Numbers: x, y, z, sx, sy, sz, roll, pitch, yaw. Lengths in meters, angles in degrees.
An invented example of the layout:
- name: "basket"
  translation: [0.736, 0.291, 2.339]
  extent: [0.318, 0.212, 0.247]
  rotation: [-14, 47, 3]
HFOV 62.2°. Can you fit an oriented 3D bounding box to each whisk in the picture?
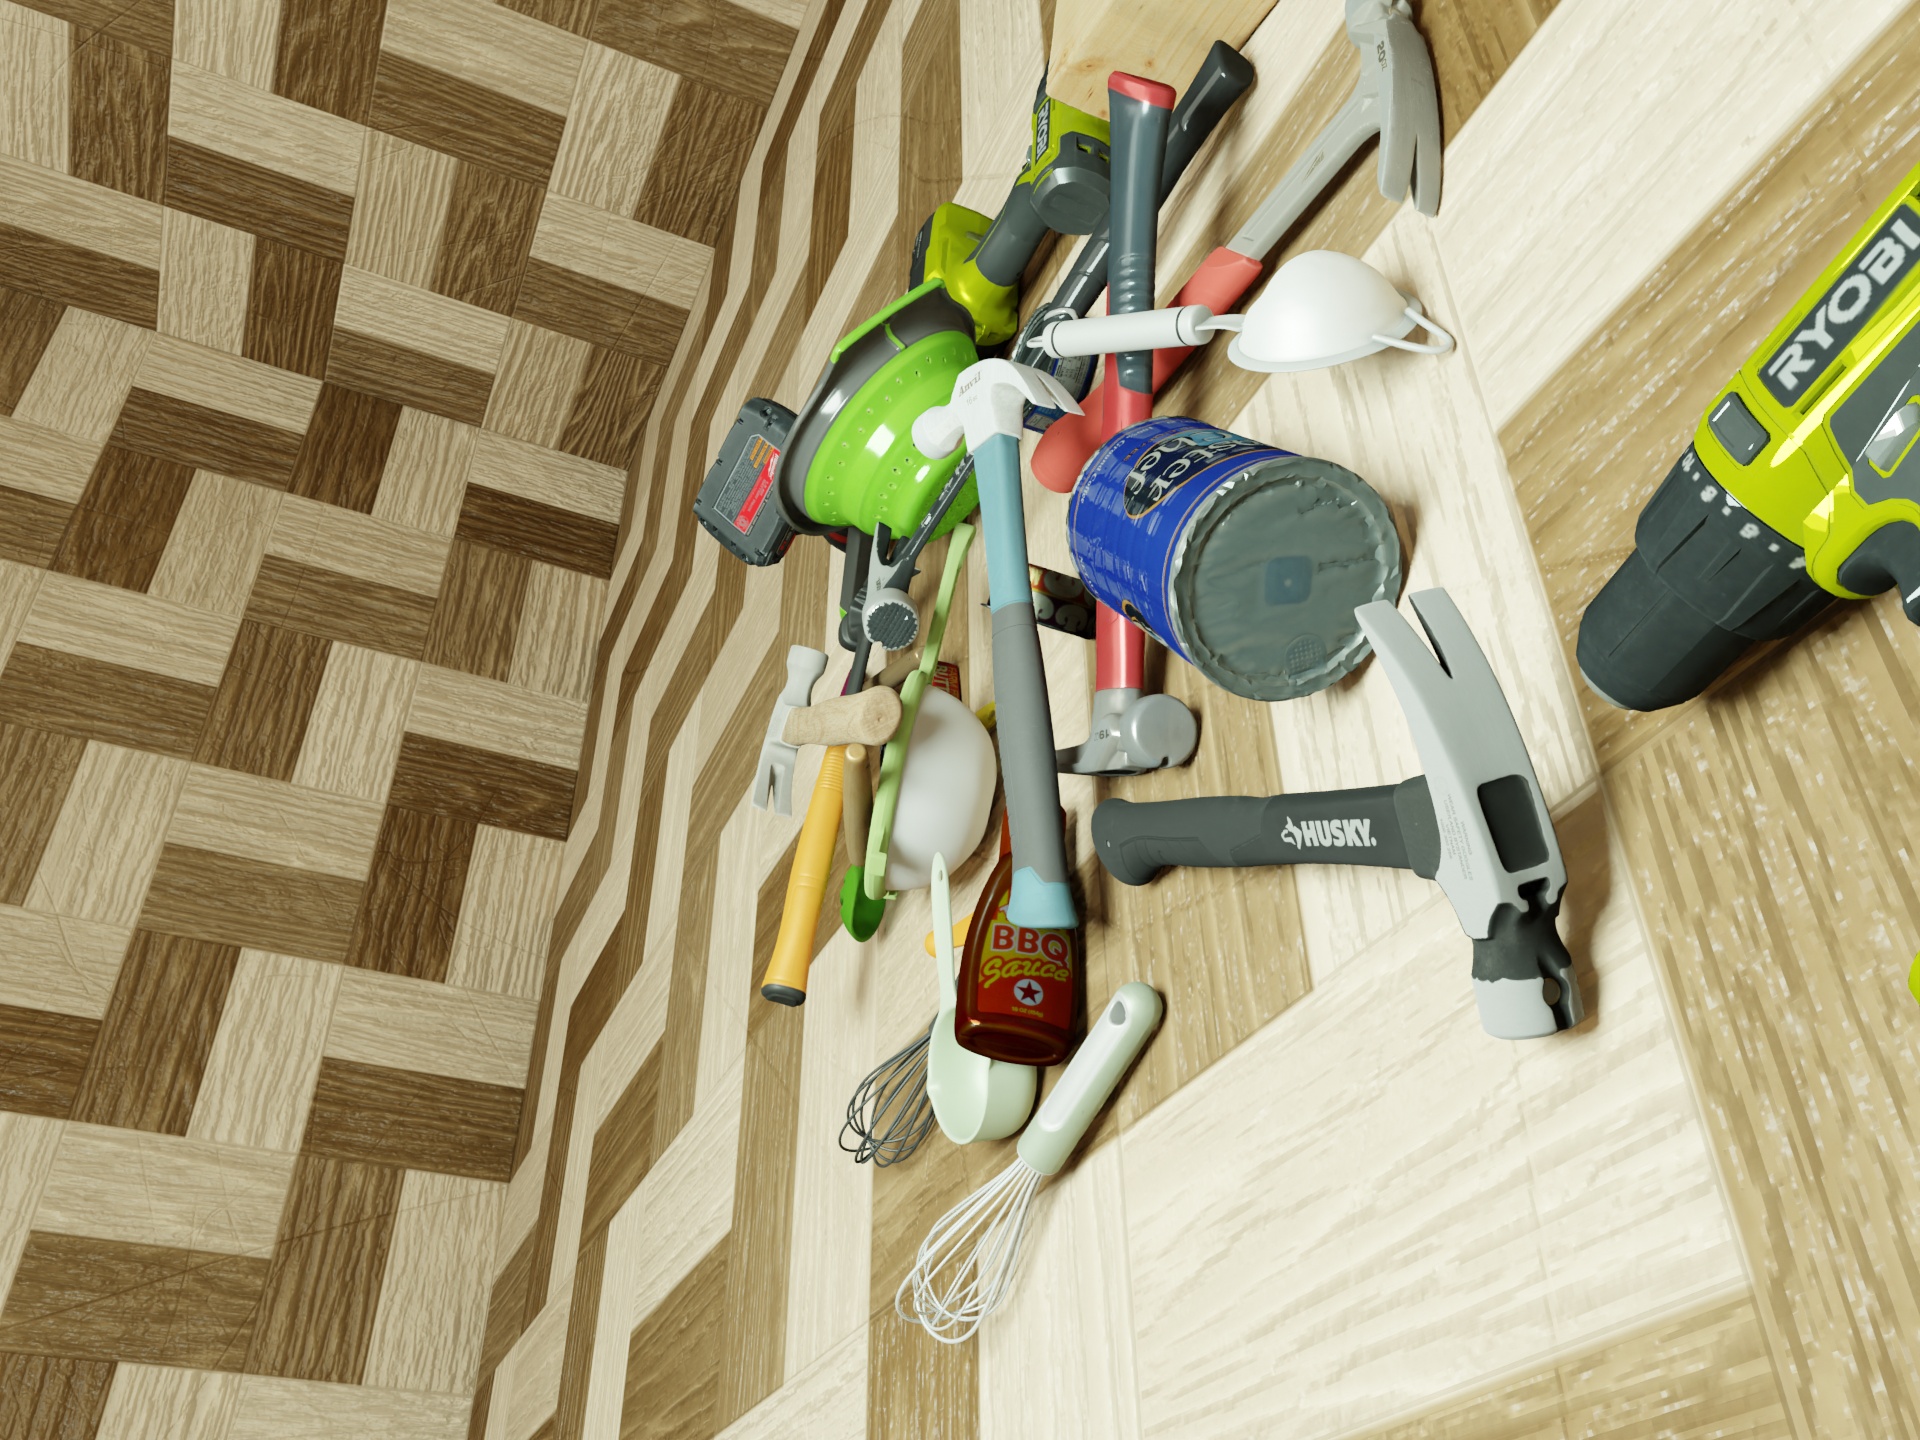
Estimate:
- name: "whisk"
  translation: [0.035, 0.227, 0.808]
  extent: [0.246, 0.059, 0.058]
  rotation: [-61, 35, 23]
- name: "whisk"
  translation: [-0.012, 0.189, 0.965]
  extent: [0.239, 0.055, 0.055]
  rotation: [-60, 24, 28]

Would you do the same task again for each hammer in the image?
- name: "hammer"
  translation: [0.134, -0.224, 0.876]
  extent: [0.359, 0.036, 0.149]
  rotation: [135, 145, -54]
- name: "hammer"
  translation: [0.084, -0.162, 0.874]
  extent: [0.143, 0.038, 0.386]
  rotation: [166, 107, -68]
- name: "hammer"
  translation: [0.126, 0.040, 0.657]
  extent: [0.335, 0.035, 0.146]
  rotation: [164, 92, -73]
- name: "hammer"
  translation: [0.053, -0.234, 0.997]
  extent: [0.409, 0.036, 0.149]
  rotation: [-55, 17, 18]
- name: "hammer"
  translation: [0.029, -0.047, 0.871]
  extent: [0.128, 0.033, 0.331]
  rotation: [-29, 61, 52]
- name: "hammer"
  translation: [-0.091, 0.043, 1.166]
  extent: [0.127, 0.034, 0.337]
  rotation: [131, 154, -61]
- name: "hammer"
  translation: [-0.093, 0.004, 1.079]
  extent: [0.331, 0.031, 0.130]
  rotation: [175, 112, -74]

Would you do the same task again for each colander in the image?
- name: "colander"
  translation: [-0.042, -0.158, 1.231]
  extent: [0.204, 0.094, 0.396]
  rotation: [-40, -16, -25]

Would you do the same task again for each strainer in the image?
- name: "strainer"
  translation: [-0.002, -0.003, 1.032]
  extent: [0.151, 0.069, 0.256]
  rotation: [86, -163, -77]
- name: "strainer"
  translation: [0.117, -0.191, 0.760]
  extent: [0.087, 0.050, 0.259]
  rotation: [-38, 28, -29]

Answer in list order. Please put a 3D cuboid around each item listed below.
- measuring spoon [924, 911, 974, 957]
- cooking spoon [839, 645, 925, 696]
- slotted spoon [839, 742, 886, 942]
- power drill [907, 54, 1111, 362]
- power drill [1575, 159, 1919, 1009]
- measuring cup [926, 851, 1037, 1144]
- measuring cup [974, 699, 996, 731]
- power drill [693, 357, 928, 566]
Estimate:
- name: "measuring spoon"
  translation: [0.001, 0.133, 1.018]
  extent: [0.117, 0.011, 0.021]
  rotation: [142, 138, -60]
- name: "cooking spoon"
  translation: [-0.068, -0.026, 1.279]
  extent: [0.319, 0.017, 0.069]
  rotation: [154, 129, -73]
- name: "slotted spoon"
  translation: [-0.066, 0.078, 1.043]
  extent: [0.313, 0.031, 0.070]
  rotation: [96, -172, -67]
- name: "power drill"
  translation: [0.044, -0.387, 1.188]
  extent: [0.223, 0.080, 0.171]
  rotation: [-42, 38, 52]
- name: "power drill"
  translation: [0.242, -0.022, 0.375]
  extent: [0.229, 0.080, 0.190]
  rotation: [-94, 26, -48]
- name: "measuring cup"
  translation: [0.009, 0.155, 0.903]
  extent: [0.083, 0.038, 0.168]
  rotation: [135, 134, -54]
- name: "measuring cup"
  translation: [-0.008, 0.034, 1.110]
  extent: [0.156, 0.029, 0.062]
  rotation: [-42, 36, 38]
- name: "power drill"
  translation: [-0.094, -0.213, 1.289]
  extent: [0.188, 0.080, 0.226]
  rotation: [-57, -19, 24]
